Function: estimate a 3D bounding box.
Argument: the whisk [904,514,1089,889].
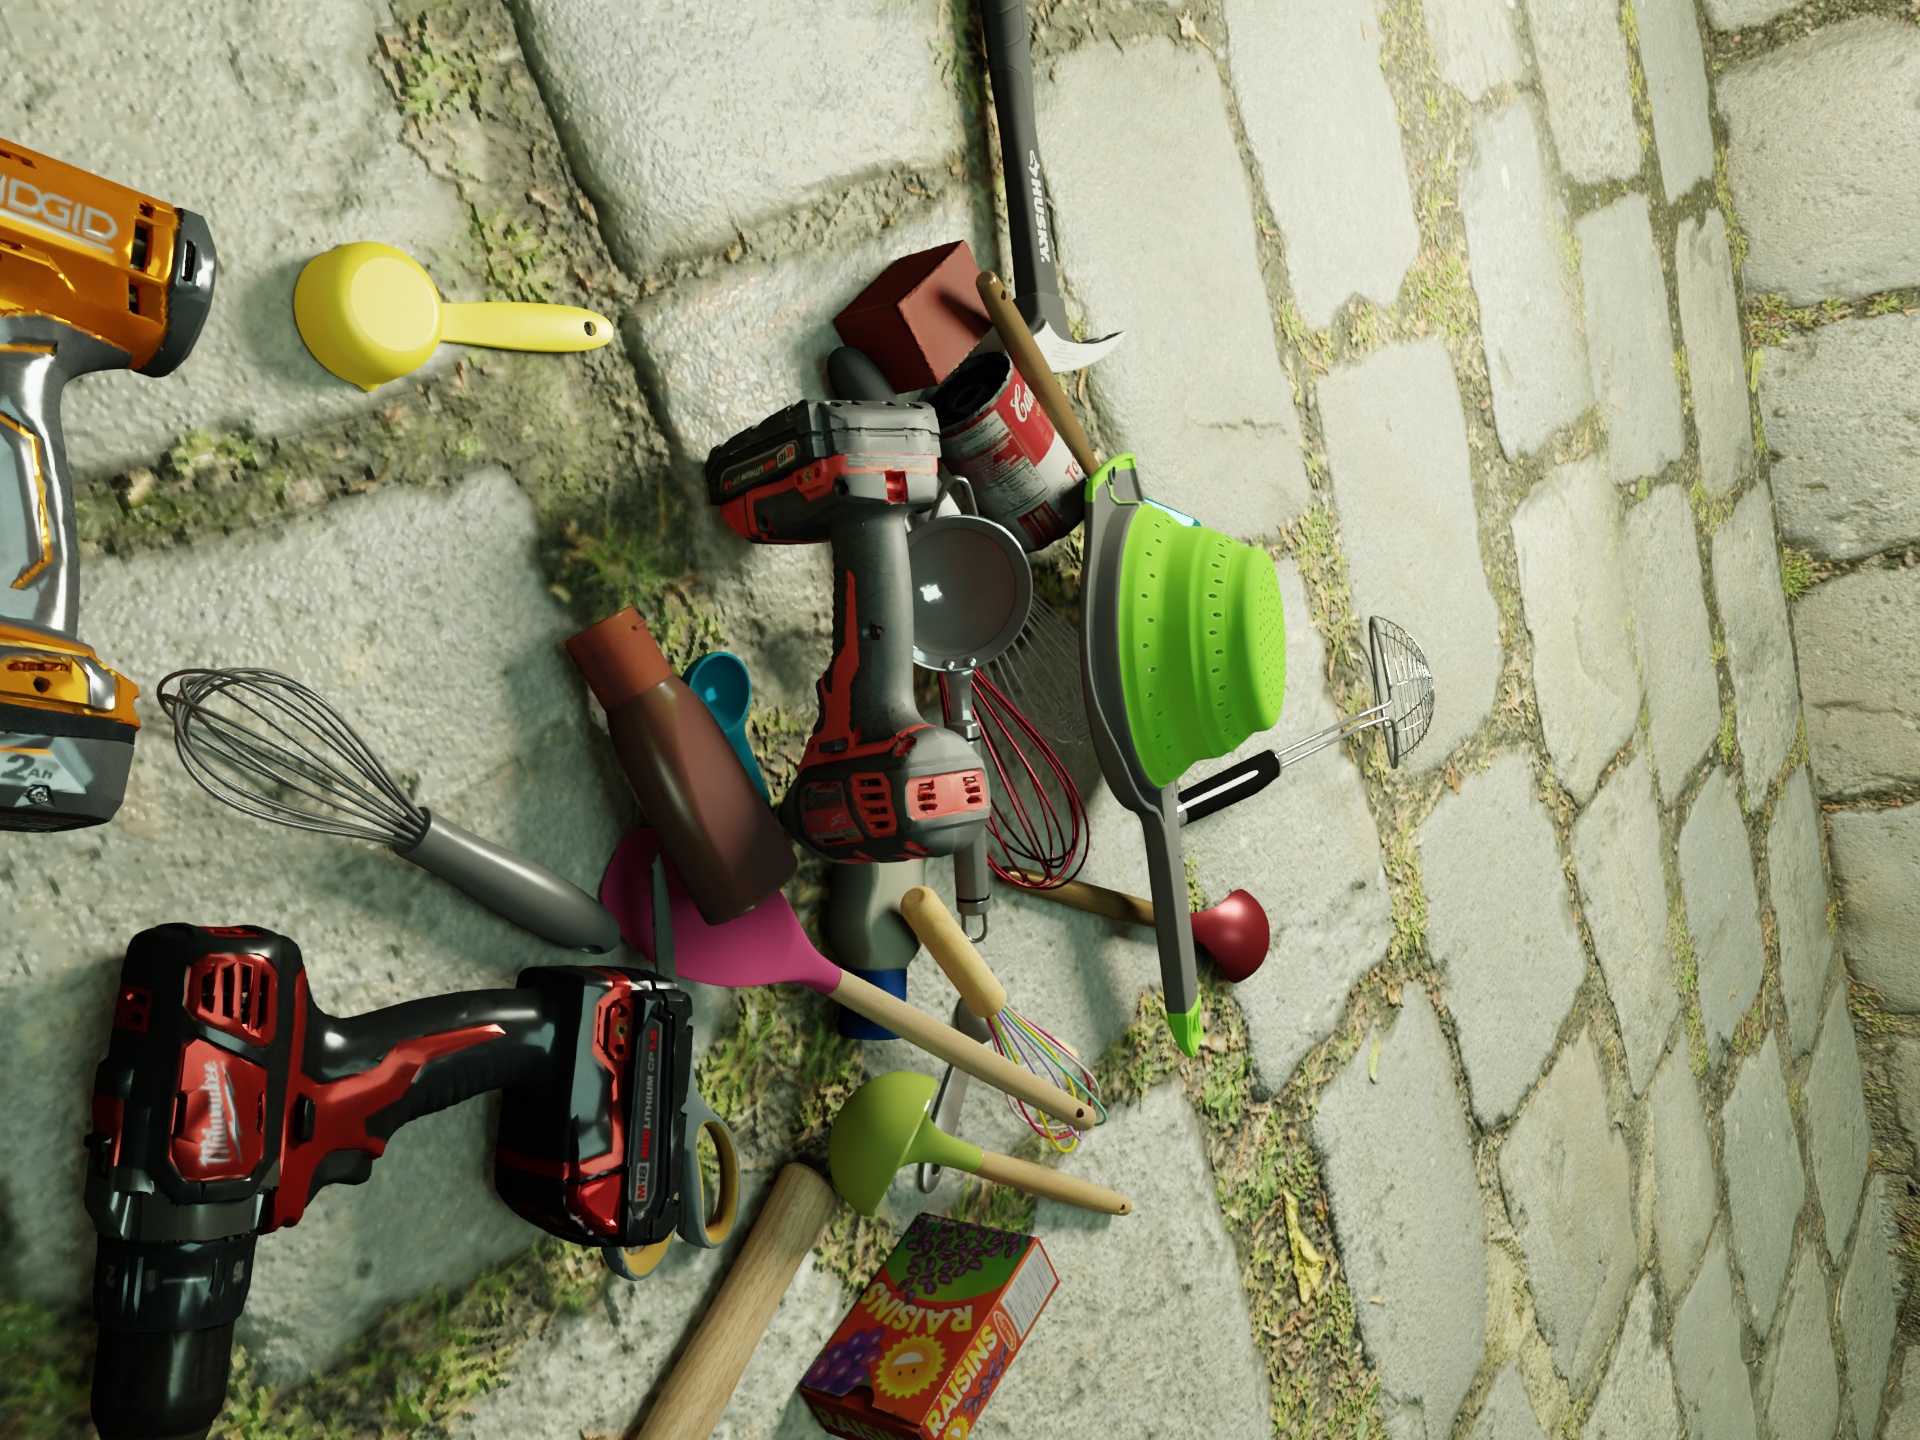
[{"bbox_3d":[-0.003,-0.027,0.906,0.073,0.073,0.295,-41,112,-43],"label":"whisk"}]

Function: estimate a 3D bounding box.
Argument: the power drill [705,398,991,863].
[{"bbox_3d":[-0.058,-0.037,0.787,0.078,0.143,0.220,-7,87,-37],"label":"power drill"}]

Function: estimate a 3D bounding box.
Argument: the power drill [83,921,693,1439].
[{"bbox_3d":[-0.222,0.177,0.624,0.226,0.080,0.188,11,79,-46],"label":"power drill"}]

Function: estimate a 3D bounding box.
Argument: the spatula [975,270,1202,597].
[{"bbox_3d":[0.082,-0.173,0.997,0.317,0.044,0.082,49,56,-54],"label":"spatula"}]

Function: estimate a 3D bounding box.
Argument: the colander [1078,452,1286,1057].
[{"bbox_3d":[0.157,0.030,0.993,0.204,0.094,0.397,-44,128,-63],"label":"colander"}]

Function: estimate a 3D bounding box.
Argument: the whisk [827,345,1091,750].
[{"bbox_3d":[0.002,-0.093,0.924,0.284,0.070,0.070,56,49,-24],"label":"whisk"}]

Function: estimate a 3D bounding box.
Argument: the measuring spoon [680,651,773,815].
[{"bbox_3d":[-0.117,0.024,0.806,0.042,0.021,0.128,-38,125,-42],"label":"measuring spoon"}]

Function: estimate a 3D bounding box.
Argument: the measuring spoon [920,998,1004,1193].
[{"bbox_3d":[0.002,0.215,0.926,0.034,0.018,0.124,39,60,-41],"label":"measuring spoon"}]

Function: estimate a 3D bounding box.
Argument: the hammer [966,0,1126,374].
[{"bbox_3d":[0.037,-0.379,0.991,0.146,0.035,0.335,-9,93,-54],"label":"hammer"}]

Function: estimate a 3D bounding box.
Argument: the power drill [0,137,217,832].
[{"bbox_3d":[-0.337,-0.086,0.504,0.164,0.084,0.226,14,72,-48],"label":"power drill"}]

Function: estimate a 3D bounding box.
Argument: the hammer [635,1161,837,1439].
[{"bbox_3d":[-0.145,0.357,0.734,0.130,0.031,0.331,55,49,-31],"label":"hammer"}]

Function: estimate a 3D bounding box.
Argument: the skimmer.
[{"bbox_3d":[0.256,0.014,1.230,0.363,0.090,0.127,-21,106,-38],"label":"skimmer"}]

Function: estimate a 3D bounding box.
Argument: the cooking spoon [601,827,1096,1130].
[{"bbox_3d":[-0.047,0.146,0.821,0.318,0.017,0.069,34,63,-26],"label":"cooking spoon"}]

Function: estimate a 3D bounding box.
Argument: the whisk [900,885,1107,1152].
[{"bbox_3d":[0.026,0.175,0.905,0.047,0.051,0.244,-53,134,-24],"label":"whisk"}]

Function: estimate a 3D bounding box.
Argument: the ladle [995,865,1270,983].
[{"bbox_3d":[0.129,0.130,1.076,0.315,0.031,0.069,20,73,-46],"label":"ladle"}]

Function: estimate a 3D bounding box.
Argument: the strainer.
[{"bbox_3d":[-0.001,-0.003,0.861,0.087,0.050,0.258,-6,101,-15],"label":"strainer"}]

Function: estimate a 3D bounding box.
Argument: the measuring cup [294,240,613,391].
[{"bbox_3d":[-0.209,-0.176,0.694,0.156,0.029,0.062,-12,97,-48],"label":"measuring cup"}]

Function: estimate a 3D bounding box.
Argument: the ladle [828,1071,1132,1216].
[{"bbox_3d":[0.030,0.264,0.917,0.319,0.062,0.078,35,81,-49],"label":"ladle"}]

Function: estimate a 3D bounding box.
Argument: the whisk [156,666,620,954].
[{"bbox_3d":[-0.222,0.044,0.654,0.238,0.055,0.055,42,57,-45],"label":"whisk"}]
